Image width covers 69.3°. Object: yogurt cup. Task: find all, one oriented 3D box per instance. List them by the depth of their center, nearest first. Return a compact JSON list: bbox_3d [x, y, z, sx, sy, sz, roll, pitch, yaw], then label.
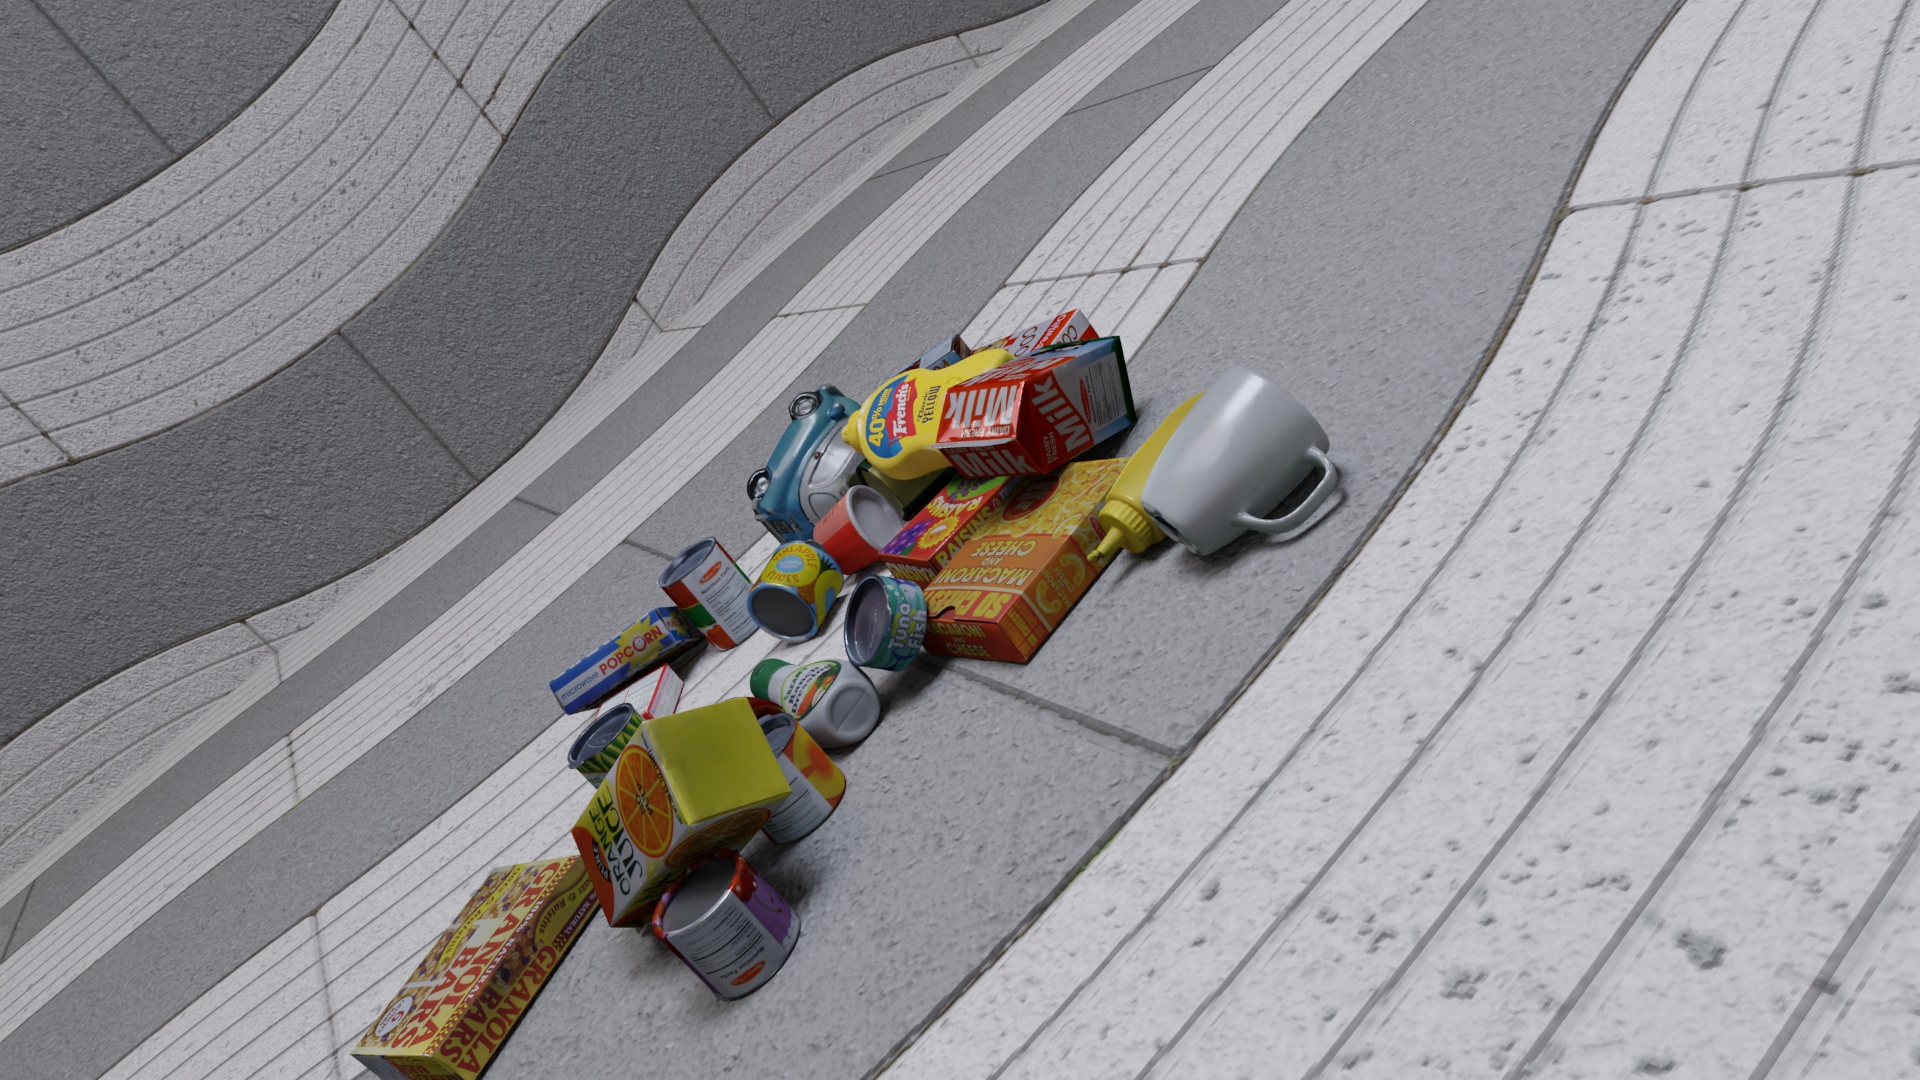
[{"bbox_3d":[-0.090,-0.006,1.199,0.053,0.072,0.073,-35,20,28],"label":"yogurt cup"}]

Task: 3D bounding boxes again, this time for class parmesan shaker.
[{"bbox_3d":[-0.038,-0.078,1.251,0.103,0.071,0.071,-44,23,-16],"label":"parmesan shaker"}]

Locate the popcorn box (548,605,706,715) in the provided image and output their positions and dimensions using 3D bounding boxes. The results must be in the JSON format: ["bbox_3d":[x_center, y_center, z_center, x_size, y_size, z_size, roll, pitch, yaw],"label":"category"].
[{"bbox_3d":[-0.304,0.109,1.280,0.126,0.038,0.085,-34,-7,8],"label":"popcorn box"}]

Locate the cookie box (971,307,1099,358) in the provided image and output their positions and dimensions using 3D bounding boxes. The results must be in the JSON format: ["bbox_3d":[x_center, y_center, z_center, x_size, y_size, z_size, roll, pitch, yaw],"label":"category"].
[{"bbox_3d":[0.039,-0.149,1.320,0.167,0.040,0.123,-15,31,46],"label":"cookie box"}]

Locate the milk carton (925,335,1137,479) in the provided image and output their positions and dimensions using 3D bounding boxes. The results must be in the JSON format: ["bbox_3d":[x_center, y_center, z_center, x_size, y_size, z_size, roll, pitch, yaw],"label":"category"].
[{"bbox_3d":[0.054,-0.097,1.050,0.072,0.073,0.191,-3,17,35],"label":"milk carton"}]

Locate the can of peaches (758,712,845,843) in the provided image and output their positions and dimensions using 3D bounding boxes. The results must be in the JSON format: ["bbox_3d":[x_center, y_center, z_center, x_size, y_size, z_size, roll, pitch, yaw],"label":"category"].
[{"bbox_3d":[-0.119,0.157,0.925,0.071,0.058,0.071,-32,22,15],"label":"can of peaches"}]

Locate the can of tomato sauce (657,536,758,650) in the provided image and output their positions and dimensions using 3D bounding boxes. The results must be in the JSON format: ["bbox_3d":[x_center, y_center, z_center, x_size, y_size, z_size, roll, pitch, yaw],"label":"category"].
[{"bbox_3d":[-0.224,0.049,1.264,0.071,0.083,0.071,-31,22,15],"label":"can of tomato sauce"}]

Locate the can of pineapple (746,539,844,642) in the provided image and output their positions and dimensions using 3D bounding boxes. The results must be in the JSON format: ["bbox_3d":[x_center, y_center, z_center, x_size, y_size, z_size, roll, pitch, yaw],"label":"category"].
[{"bbox_3d":[-0.139,0.042,1.168,0.071,0.071,0.058,-21,28,35],"label":"can of pineapple"}]

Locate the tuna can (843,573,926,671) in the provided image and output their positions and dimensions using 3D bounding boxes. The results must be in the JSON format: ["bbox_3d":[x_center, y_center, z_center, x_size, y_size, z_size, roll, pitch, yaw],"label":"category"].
[{"bbox_3d":[-0.052,0.058,0.972,0.071,0.033,0.071,-28,56,53],"label":"tuna can"}]

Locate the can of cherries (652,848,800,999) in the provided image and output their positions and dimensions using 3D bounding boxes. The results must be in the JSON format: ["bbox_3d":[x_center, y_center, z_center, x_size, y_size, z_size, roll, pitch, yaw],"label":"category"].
[{"bbox_3d":[-0.139,0.224,0.820,0.071,0.058,0.072,-31,23,15],"label":"can of cherries"}]

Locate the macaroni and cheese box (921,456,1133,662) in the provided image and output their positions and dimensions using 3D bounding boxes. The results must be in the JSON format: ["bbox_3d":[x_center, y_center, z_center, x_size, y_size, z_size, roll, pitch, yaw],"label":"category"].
[{"bbox_3d":[0.049,0.011,0.985,0.167,0.040,0.123,-48,23,-25],"label":"macaroni and cheese box"}]

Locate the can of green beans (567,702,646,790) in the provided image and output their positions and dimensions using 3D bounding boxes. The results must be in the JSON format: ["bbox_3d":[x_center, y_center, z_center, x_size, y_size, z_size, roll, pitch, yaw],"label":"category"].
[{"bbox_3d":[-0.272,0.174,1.121,0.071,0.057,0.071,-31,23,15],"label":"can of green beans"}]

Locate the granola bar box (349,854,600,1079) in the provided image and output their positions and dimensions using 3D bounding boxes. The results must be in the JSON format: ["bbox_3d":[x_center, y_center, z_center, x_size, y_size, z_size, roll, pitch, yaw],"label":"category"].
[{"bbox_3d":[-0.339,0.305,0.988,0.124,0.039,0.166,-18,28,41],"label":"granola bar box"}]

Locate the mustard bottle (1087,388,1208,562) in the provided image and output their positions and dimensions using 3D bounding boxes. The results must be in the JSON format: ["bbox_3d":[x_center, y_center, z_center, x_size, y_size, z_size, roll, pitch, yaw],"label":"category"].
[{"bbox_3d":[0.138,-0.038,0.936,0.161,0.048,0.065,-45,25,-17],"label":"mustard bottle"}]

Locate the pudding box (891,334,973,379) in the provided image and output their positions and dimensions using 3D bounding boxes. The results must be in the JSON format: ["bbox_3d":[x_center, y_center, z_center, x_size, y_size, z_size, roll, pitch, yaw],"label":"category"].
[{"bbox_3d":[-0.029,-0.162,1.354,0.083,0.030,0.050,-32,23,18],"label":"pudding box"}]

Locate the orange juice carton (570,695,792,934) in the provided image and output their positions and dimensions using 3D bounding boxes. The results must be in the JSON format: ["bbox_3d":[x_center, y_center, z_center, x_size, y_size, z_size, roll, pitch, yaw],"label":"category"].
[{"bbox_3d":[-0.187,0.182,0.880,0.073,0.072,0.191,-10,-29,-41],"label":"orange juice carton"}]

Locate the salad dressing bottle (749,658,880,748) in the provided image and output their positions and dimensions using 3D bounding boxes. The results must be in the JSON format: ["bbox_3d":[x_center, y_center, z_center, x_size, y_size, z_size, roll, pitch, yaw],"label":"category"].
[{"bbox_3d":[-0.111,0.113,1.017,0.064,0.044,0.147,-55,26,-16],"label":"salad dressing bottle"}]

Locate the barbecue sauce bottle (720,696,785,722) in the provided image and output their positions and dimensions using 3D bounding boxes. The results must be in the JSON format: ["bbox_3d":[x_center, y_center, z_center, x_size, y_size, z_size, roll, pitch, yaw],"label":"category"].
[{"bbox_3d":[-0.167,0.145,1.024,0.044,0.065,0.148,2,-3,-25],"label":"barbecue sauce bottle"}]

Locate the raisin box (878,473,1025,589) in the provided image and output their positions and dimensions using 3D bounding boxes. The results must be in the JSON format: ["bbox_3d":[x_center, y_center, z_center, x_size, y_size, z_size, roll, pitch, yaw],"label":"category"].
[{"bbox_3d":[0.004,-0.014,1.104,0.124,0.040,0.086,-45,24,-21],"label":"raisin box"}]
